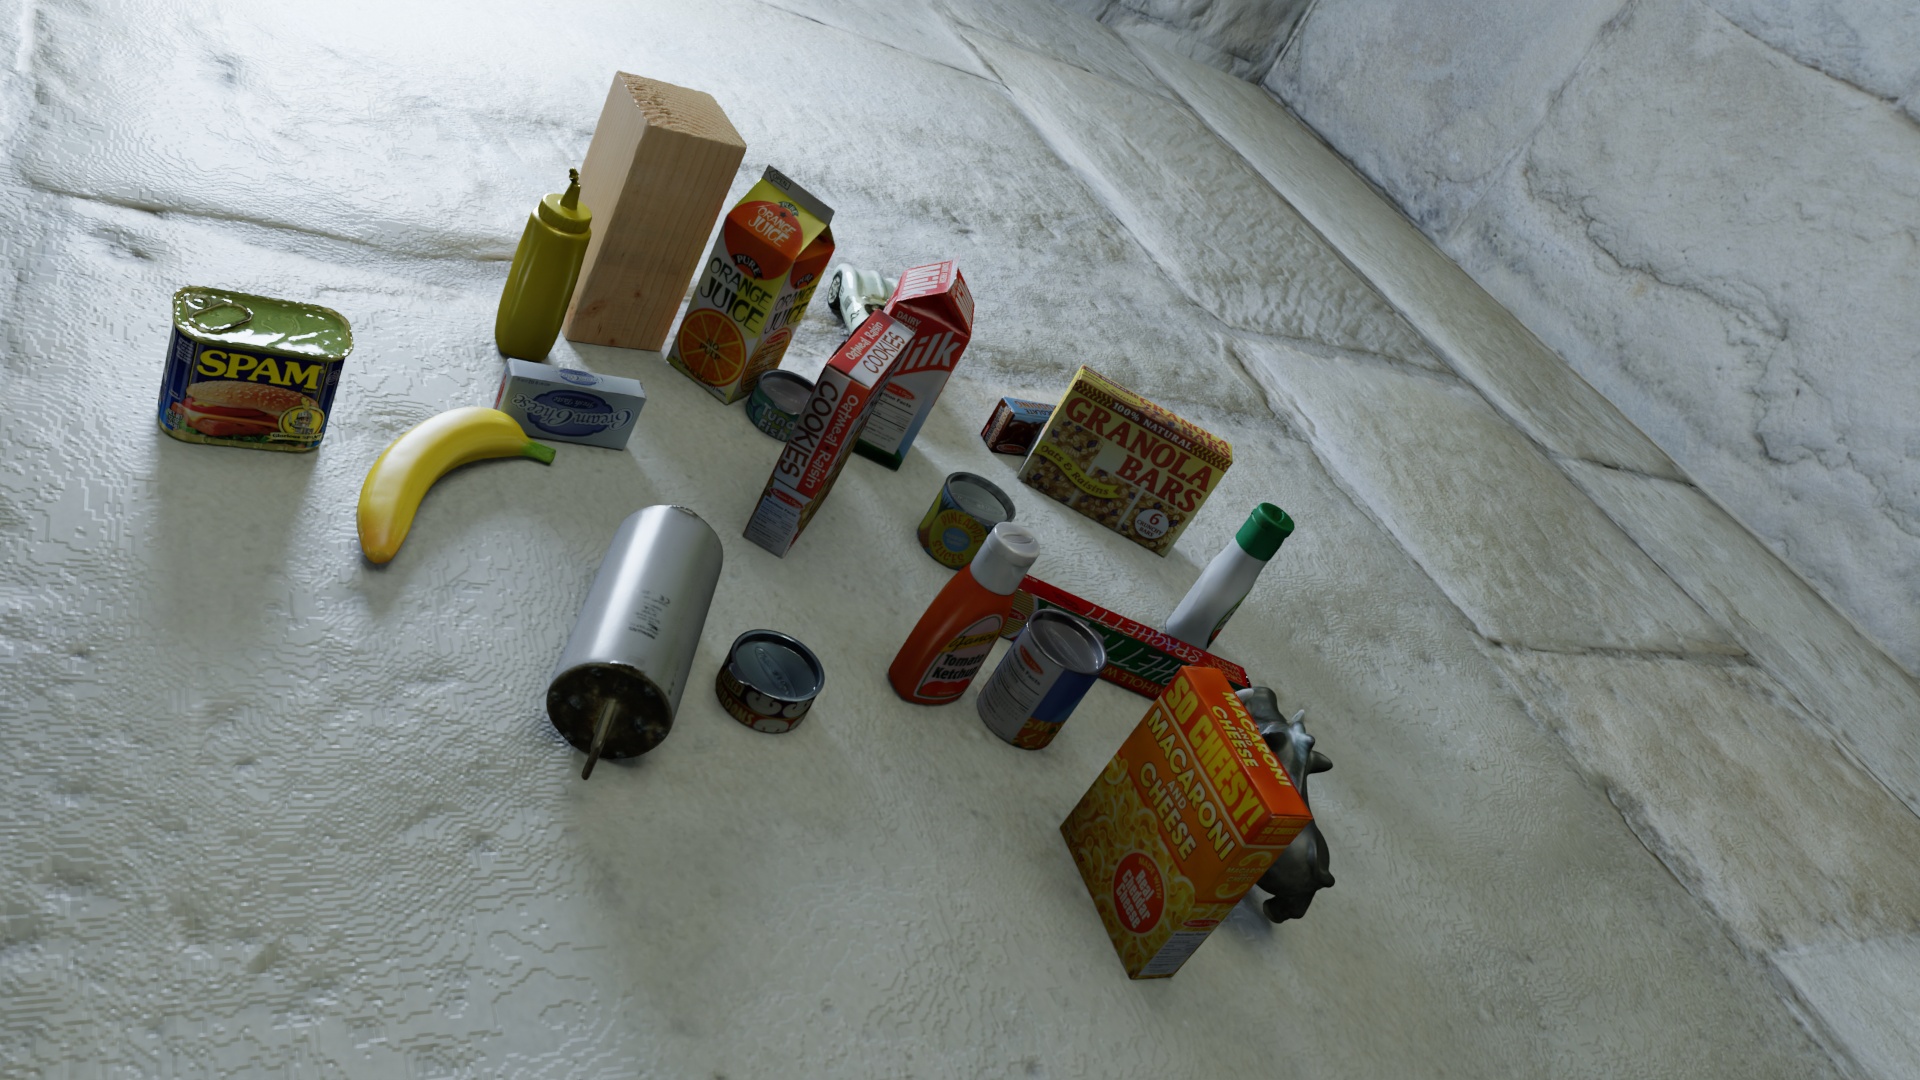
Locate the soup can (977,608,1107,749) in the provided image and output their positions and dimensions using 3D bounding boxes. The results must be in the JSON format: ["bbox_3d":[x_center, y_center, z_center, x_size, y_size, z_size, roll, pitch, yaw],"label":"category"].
[{"bbox_3d":[0.062,0.103,1.026,0.071,0.083,0.072,22,32,-15],"label":"soup can"}]

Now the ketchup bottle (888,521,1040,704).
[{"bbox_3d":[0.006,0.052,0.987,0.065,0.148,0.044,2,41,-40],"label":"ketchup bottle"}]

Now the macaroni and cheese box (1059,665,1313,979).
[{"bbox_3d":[0.140,0.182,0.899,0.040,0.165,0.124,9,37,-33],"label":"macaroni and cheese box"}]

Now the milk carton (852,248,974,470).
[{"bbox_3d":[-0.044,-0.164,1.215,0.073,0.189,0.073,25,31,-11],"label":"milk carton"}]

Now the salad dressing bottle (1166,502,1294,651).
[{"bbox_3d":[0.236,0.033,1.216,0.044,0.147,0.064,36,31,9],"label":"salad dressing bottle"}]

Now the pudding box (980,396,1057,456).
[{"bbox_3d":[0.067,-0.111,1.372,0.084,0.049,0.030,4,40,-38],"label":"pudding box"}]

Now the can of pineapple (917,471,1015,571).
[{"bbox_3d":[0.004,-0.015,1.170,0.071,0.057,0.071,22,32,-15],"label":"can of pineapple"}]

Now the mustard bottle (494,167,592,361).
[{"bbox_3d":[-0.321,-0.217,1.082,0.049,0.159,0.065,13,35,-29],"label":"mustard bottle"}]

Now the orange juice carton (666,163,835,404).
[{"bbox_3d":[-0.172,-0.218,1.180,0.072,0.191,0.073,36,31,8],"label":"orange juice carton"}]

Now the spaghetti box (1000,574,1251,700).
[{"bbox_3d":[0.119,0.085,1.133,0.250,0.050,0.029,23,31,-13],"label":"spaghetti box"}]

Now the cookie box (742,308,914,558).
[{"bbox_3d":[-0.102,-0.084,1.072,0.040,0.166,0.123,30,31,-2],"label":"cookie box"}]

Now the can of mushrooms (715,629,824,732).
[{"bbox_3d":[-0.129,0.093,0.923,0.071,0.033,0.071,22,32,-14],"label":"can of mushrooms"}]

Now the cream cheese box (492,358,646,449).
[{"bbox_3d":[-0.294,-0.101,1.041,0.104,0.053,0.024,7,38,-35],"label":"cream cheese box"}]

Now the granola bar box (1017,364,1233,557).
[{"bbox_3d":[0.156,-0.075,1.325,0.165,0.123,0.039,28,31,-5],"label":"granola bar box"}]

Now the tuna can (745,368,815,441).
[{"bbox_3d":[-0.151,-0.116,1.206,0.071,0.032,0.071,22,32,-14],"label":"tuna can"}]
